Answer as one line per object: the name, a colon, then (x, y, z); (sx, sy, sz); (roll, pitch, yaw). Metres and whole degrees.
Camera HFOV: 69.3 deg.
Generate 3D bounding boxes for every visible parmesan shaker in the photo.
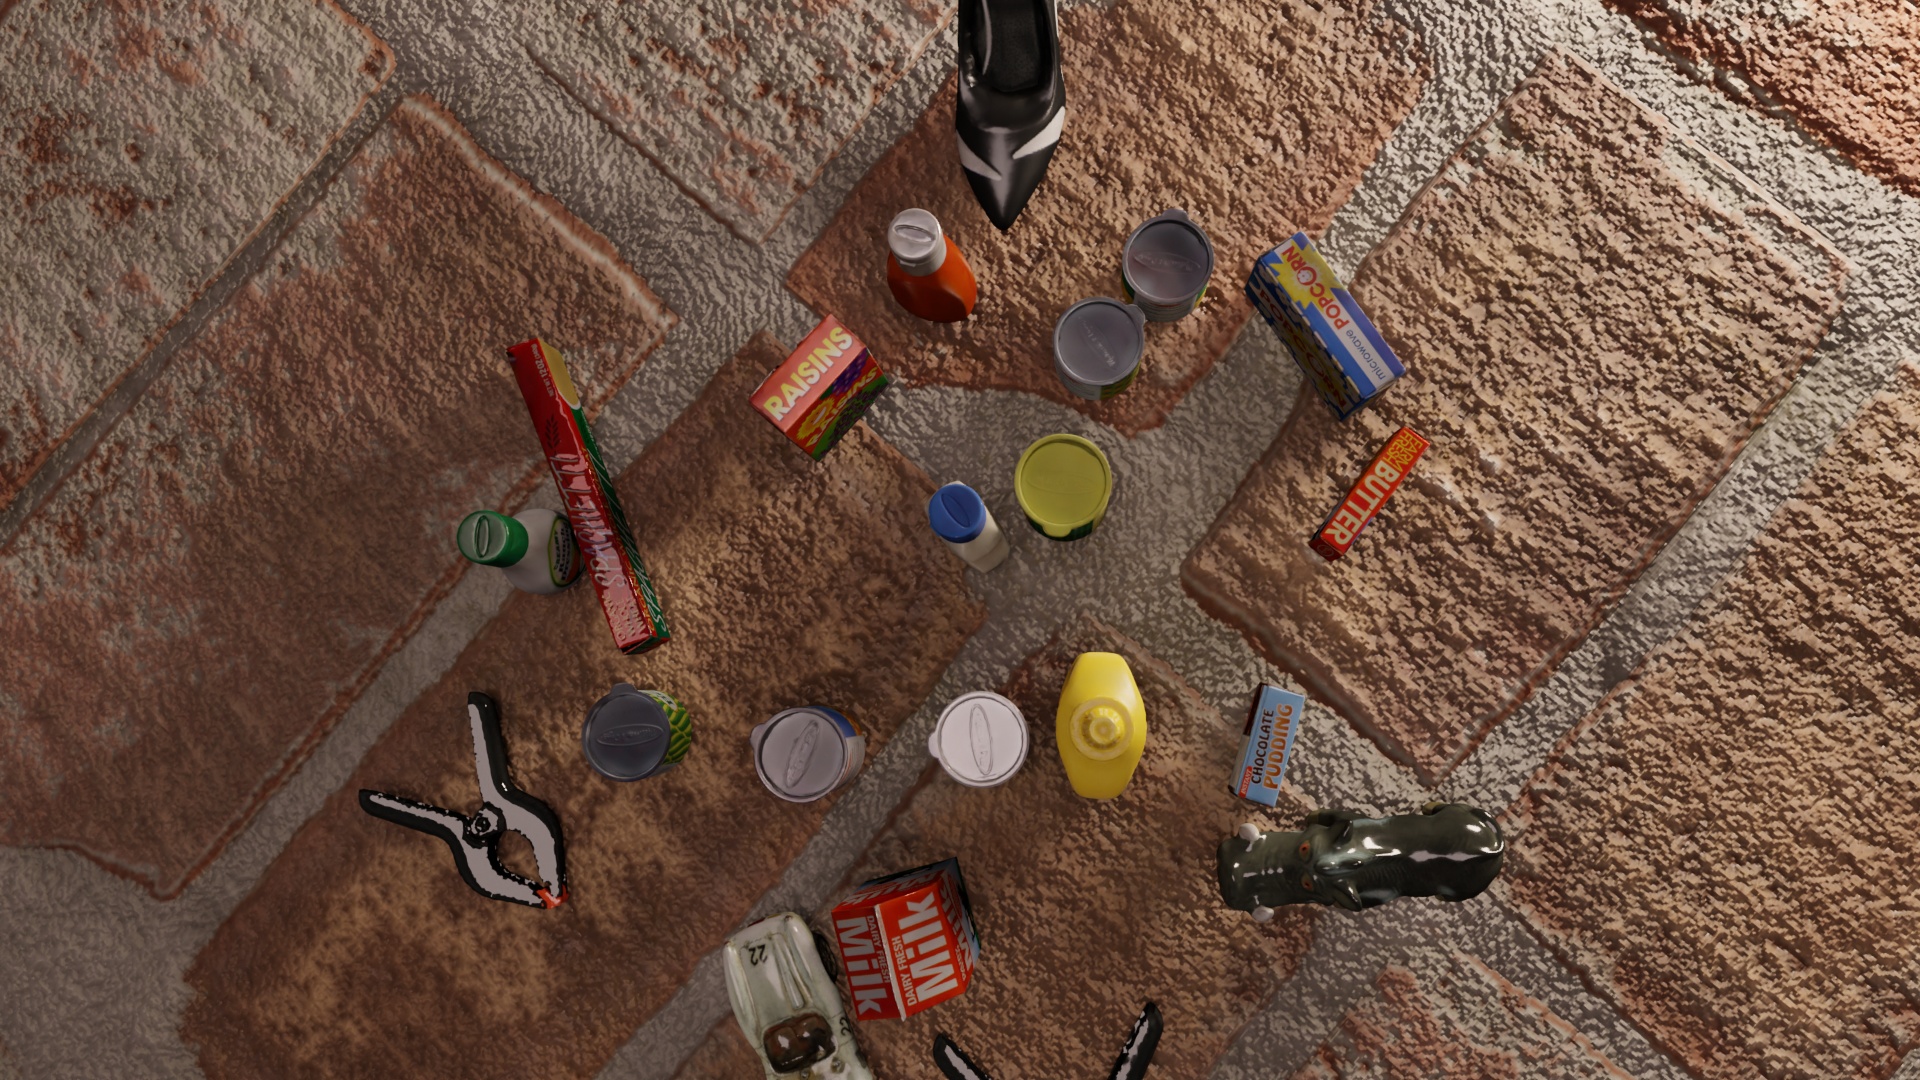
parmesan shaker: (0.073, -0.033, 0.995); (0.071, 0.103, 0.071); (0, 84, 5)

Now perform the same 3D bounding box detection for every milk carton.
milk carton: (-0.035, 0.265, 0.927); (0.073, 0.190, 0.072); (-16, 83, 3)

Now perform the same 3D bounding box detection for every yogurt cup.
yogurt cup: (0.017, 0.143, 1.005); (0.072, 0.054, 0.072); (0, 84, 5)

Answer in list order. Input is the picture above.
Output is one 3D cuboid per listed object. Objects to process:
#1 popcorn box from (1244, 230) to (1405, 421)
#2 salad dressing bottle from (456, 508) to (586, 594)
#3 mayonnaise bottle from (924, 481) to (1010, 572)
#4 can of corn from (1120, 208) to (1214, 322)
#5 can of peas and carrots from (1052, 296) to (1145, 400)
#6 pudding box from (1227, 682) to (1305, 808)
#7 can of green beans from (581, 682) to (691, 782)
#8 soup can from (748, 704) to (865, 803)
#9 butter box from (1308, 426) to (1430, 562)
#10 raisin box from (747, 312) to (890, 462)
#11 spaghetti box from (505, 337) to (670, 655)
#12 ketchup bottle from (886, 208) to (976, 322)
popcorn box: (0.260, -0.152, 1.002); (0.038, 0.085, 0.127); (-34, 82, 1)
salad dressing bottle: (-0.314, 0.005, 1.000); (0.044, 0.147, 0.064); (1, 84, 5)
mayonnaise bottle: (0.003, -0.012, 0.976); (0.041, 0.148, 0.065); (-39, 83, 0)
can of corn: (0.153, -0.203, 1.030); (0.071, 0.058, 0.071); (0, 84, 5)
can of peas and carrots: (0.104, -0.142, 1.027); (0.071, 0.058, 0.071); (0, 84, 5)
pudding box: (0.218, 0.145, 0.991); (0.030, 0.049, 0.083); (16, 86, 6)
can of green beans: (-0.237, 0.143, 1.024); (0.071, 0.058, 0.071); (0, 84, 5)
soup can: (-0.109, 0.150, 0.999); (0.071, 0.083, 0.071); (0, 84, 5)
butter box: (0.294, -0.033, 1.003); (0.024, 0.053, 0.103); (38, 88, 7)
raisin box: (-0.100, -0.109, 1.007); (0.040, 0.123, 0.086); (43, 89, 7)
spaghetti box: (-0.281, -0.033, 1.050); (0.029, 0.050, 0.250); (-23, 83, 2)
ketchup bottle: (-0.025, -0.196, 0.998); (0.065, 0.148, 0.043); (16, 86, 6)
